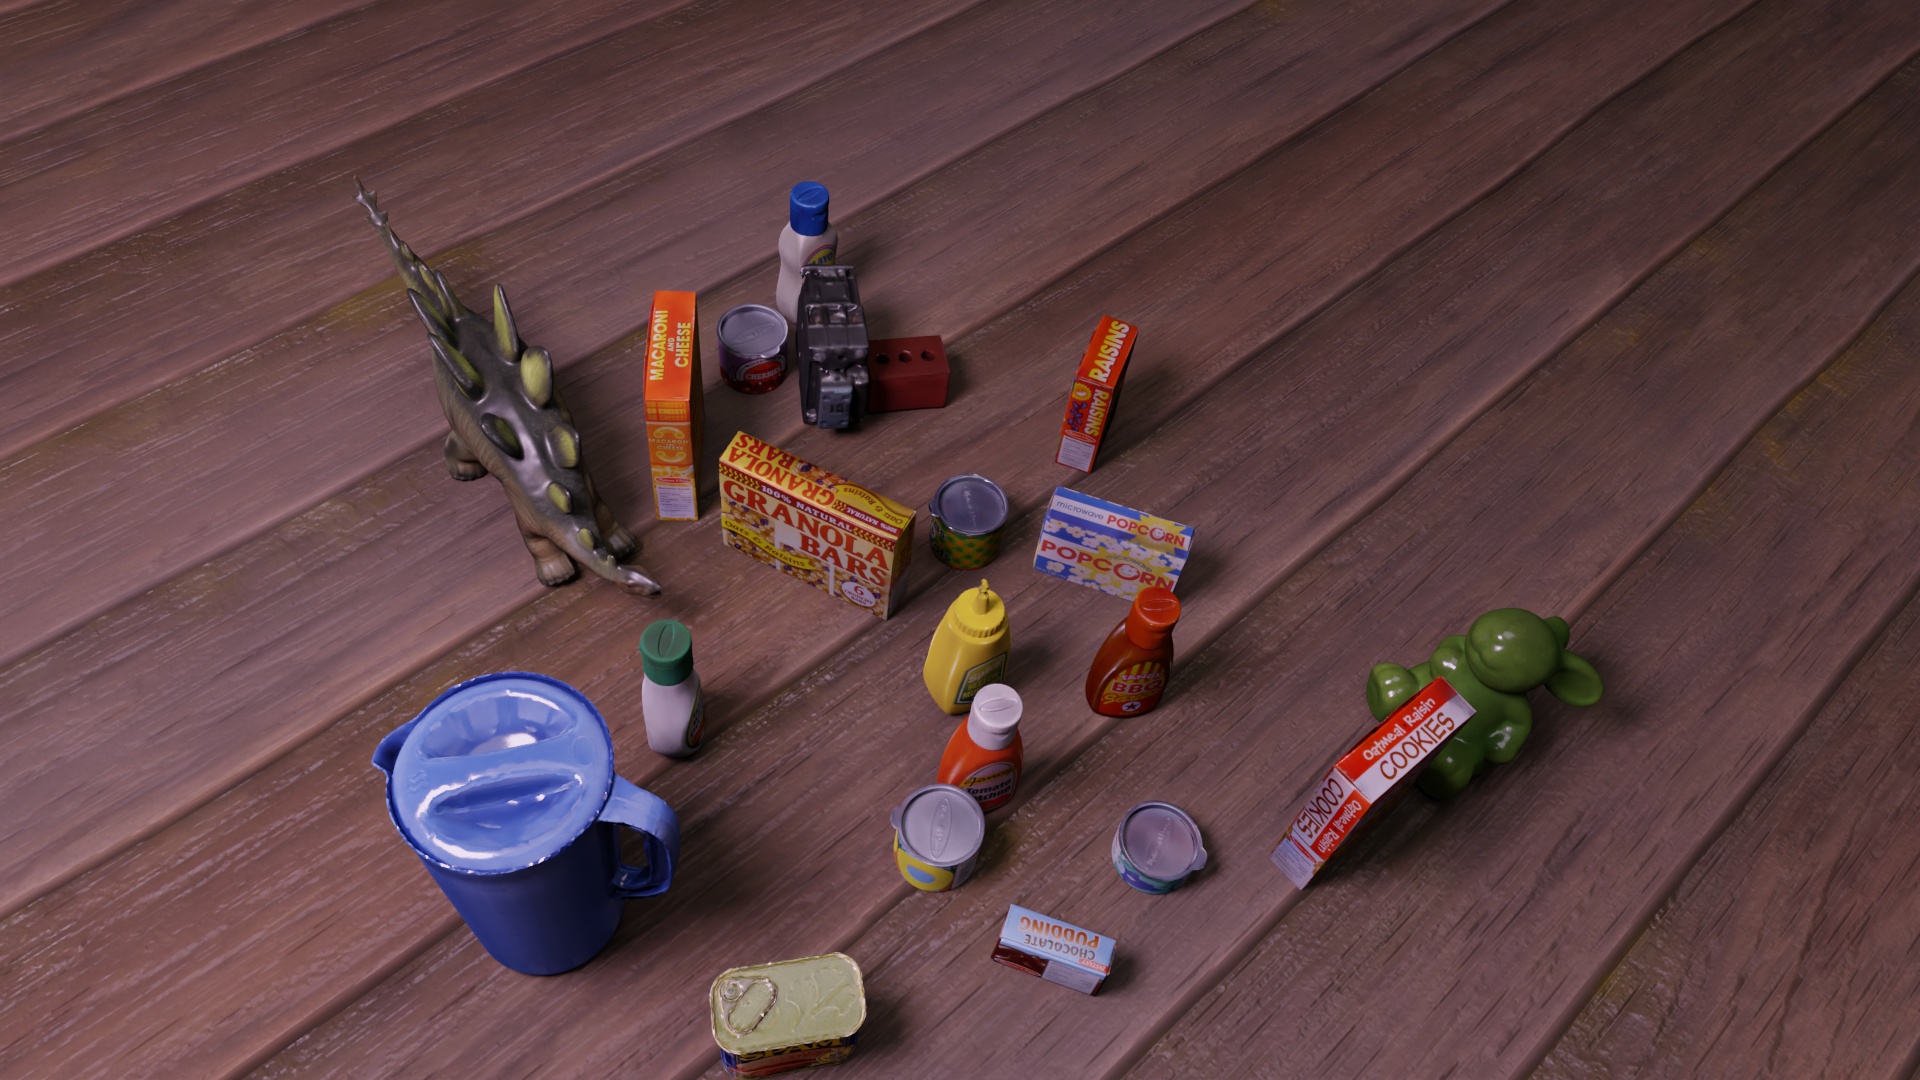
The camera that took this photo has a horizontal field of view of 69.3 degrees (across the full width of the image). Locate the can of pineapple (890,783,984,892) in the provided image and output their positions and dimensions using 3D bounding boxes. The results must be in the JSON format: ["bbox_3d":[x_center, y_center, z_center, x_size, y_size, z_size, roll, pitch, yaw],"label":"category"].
[{"bbox_3d":[-0.019,0.226,1.057,0.071,0.057,0.071,3,55,-5],"label":"can of pineapple"}]

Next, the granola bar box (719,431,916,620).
[{"bbox_3d":[-0.123,-0.010,1.170,0.166,0.123,0.039,24,56,10],"label":"granola bar box"}]

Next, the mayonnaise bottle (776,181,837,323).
[{"bbox_3d":[-0.147,-0.278,1.342,0.065,0.147,0.041,-34,65,-26],"label":"mayonnaise bottle"}]

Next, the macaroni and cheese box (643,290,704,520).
[{"bbox_3d":[-0.247,-0.114,1.202,0.040,0.165,0.124,0,55,-7],"label":"macaroni and cheese box"}]

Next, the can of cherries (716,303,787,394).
[{"bbox_3d":[-0.197,-0.180,1.321,0.071,0.058,0.072,3,55,-5],"label":"can of cherries"}]

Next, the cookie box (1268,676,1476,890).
[{"bbox_3d":[0.310,0.186,1.060,0.123,0.166,0.040,-33,65,-26],"label":"cookie box"}]

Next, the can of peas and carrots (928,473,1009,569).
[{"bbox_3d":[0.004,-0.015,1.230,0.071,0.058,0.071,3,55,-5],"label":"can of peas and carrots"}]

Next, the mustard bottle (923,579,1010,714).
[{"bbox_3d":[0.009,0.080,1.101,0.065,0.159,0.049,-25,62,-22],"label":"mustard bottle"}]

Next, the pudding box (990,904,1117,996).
[{"bbox_3d":[0.068,0.301,1.020,0.084,0.049,0.030,18,55,5],"label":"pudding box"}]

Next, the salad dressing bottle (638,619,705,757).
[{"bbox_3d":[-0.220,0.113,1.056,0.044,0.146,0.064,8,55,-2],"label":"salad dressing bottle"}]

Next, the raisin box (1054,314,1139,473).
[{"bbox_3d":[0.126,-0.135,1.290,0.040,0.122,0.086,21,55,7],"label":"raisin box"}]

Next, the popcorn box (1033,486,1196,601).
[{"bbox_3d":[0.132,0.008,1.214,0.127,0.084,0.038,18,55,5],"label":"popcorn box"}]

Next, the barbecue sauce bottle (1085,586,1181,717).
[{"bbox_3d":[0.143,0.091,1.118,0.065,0.147,0.044,-3,56,-9],"label":"barbecue sauce bottle"}]

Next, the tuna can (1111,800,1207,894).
[{"bbox_3d":[0.155,0.241,1.084,0.071,0.032,0.071,3,55,-5],"label":"tuna can"}]

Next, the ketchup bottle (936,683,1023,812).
[{"bbox_3d":[0.019,0.159,1.054,0.065,0.148,0.044,-10,57,-14],"label":"ketchup bottle"}]
